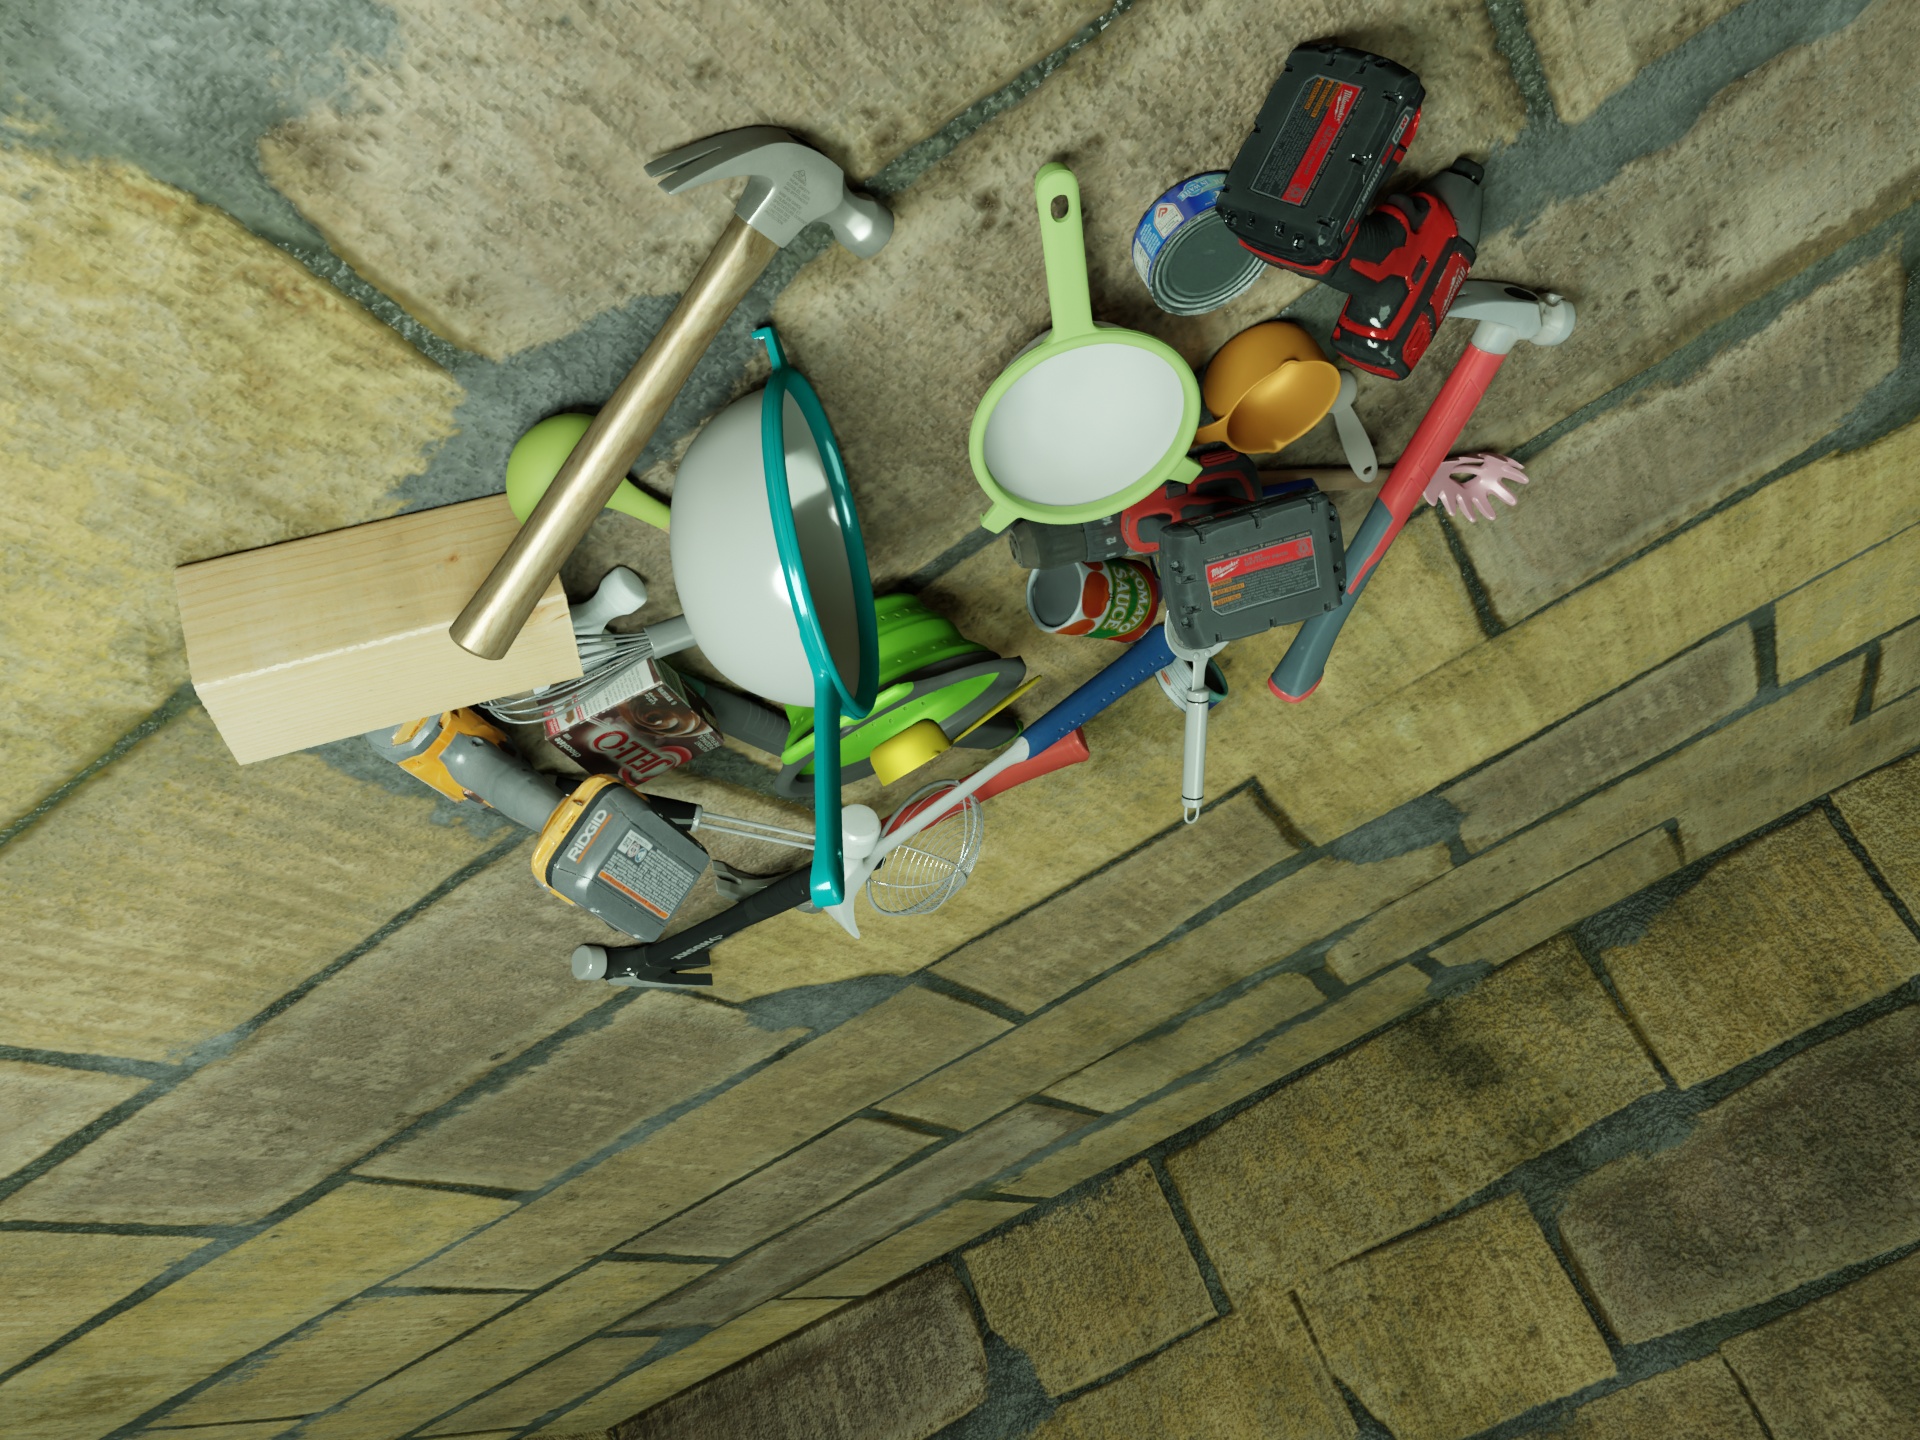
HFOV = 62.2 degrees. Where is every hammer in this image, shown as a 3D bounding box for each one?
[{"bbox_3d":[-0.047,0.086,1.423,0.359,0.037,0.149,-28,153,23],"label":"hammer"},{"bbox_3d":[-0.195,0.178,1.444,0.335,0.035,0.146,-28,151,33],"label":"hammer"},{"bbox_3d":[0.039,0.031,1.264,0.405,0.035,0.144,-34,155,-36],"label":"hammer"},{"bbox_3d":[-0.192,-0.015,1.190,0.128,0.033,0.330,-34,150,17],"label":"hammer"},{"bbox_3d":[-0.175,-0.169,0.853,0.331,0.031,0.130,-52,141,12],"label":"hammer"},{"bbox_3d":[0.326,-0.164,1.247,0.143,0.038,0.386,-5,136,-32],"label":"hammer"}]

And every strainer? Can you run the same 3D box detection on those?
[{"bbox_3d":[-0.114,-0.043,0.912,0.095,0.341,0.210,-10,147,8],"label":"strainer"},{"bbox_3d":[0.200,-0.030,1.354,0.087,0.050,0.258,-12,114,-29],"label":"strainer"},{"bbox_3d":[0.065,-0.238,0.985,0.151,0.069,0.256,-15,138,-2],"label":"strainer"}]

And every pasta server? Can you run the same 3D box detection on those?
[{"bbox_3d":[0.325,-0.190,1.275,0.316,0.040,0.060,-6,135,-27],"label":"pasta server"}]

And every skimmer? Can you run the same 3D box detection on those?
[{"bbox_3d":[-0.154,0.080,1.288,0.363,0.090,0.127,13,109,-13],"label":"skimmer"}]

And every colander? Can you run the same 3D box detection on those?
[{"bbox_3d":[-0.035,-0.027,1.250,0.204,0.094,0.397,-30,169,15],"label":"colander"}]

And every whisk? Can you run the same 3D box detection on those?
[{"bbox_3d":[-0.202,-0.053,1.042,0.239,0.055,0.055,-21,152,-16],"label":"whisk"}]

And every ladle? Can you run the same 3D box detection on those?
[{"bbox_3d":[-0.166,-0.115,1.019,0.078,0.062,0.320,-53,148,9],"label":"ladle"}]

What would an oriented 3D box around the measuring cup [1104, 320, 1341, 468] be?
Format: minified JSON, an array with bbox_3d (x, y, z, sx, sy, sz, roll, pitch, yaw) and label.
[{"bbox_3d":[0.173,-0.220,1.098,0.173,0.052,0.095,-19,151,-5],"label":"measuring cup"}]

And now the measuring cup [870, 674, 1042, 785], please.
[{"bbox_3d":[-0.002,-0.004,1.140,0.156,0.029,0.062,-35,-177,-31],"label":"measuring cup"}]

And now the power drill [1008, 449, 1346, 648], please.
[{"bbox_3d":[0.144,-0.123,1.092,0.188,0.227,0.080,-16,112,-7],"label":"power drill"}]

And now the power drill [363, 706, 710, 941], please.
[{"bbox_3d":[-0.280,0.063,1.083,0.084,0.226,0.185,-57,153,-12],"label":"power drill"}]

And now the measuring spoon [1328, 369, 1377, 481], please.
[{"bbox_3d":[0.298,-0.217,1.204,0.034,0.018,0.124,-32,138,9],"label":"measuring spoon"}]

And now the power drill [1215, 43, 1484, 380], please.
[{"bbox_3d":[0.252,-0.306,0.960,0.219,0.079,0.143,16,103,-55],"label":"power drill"}]
